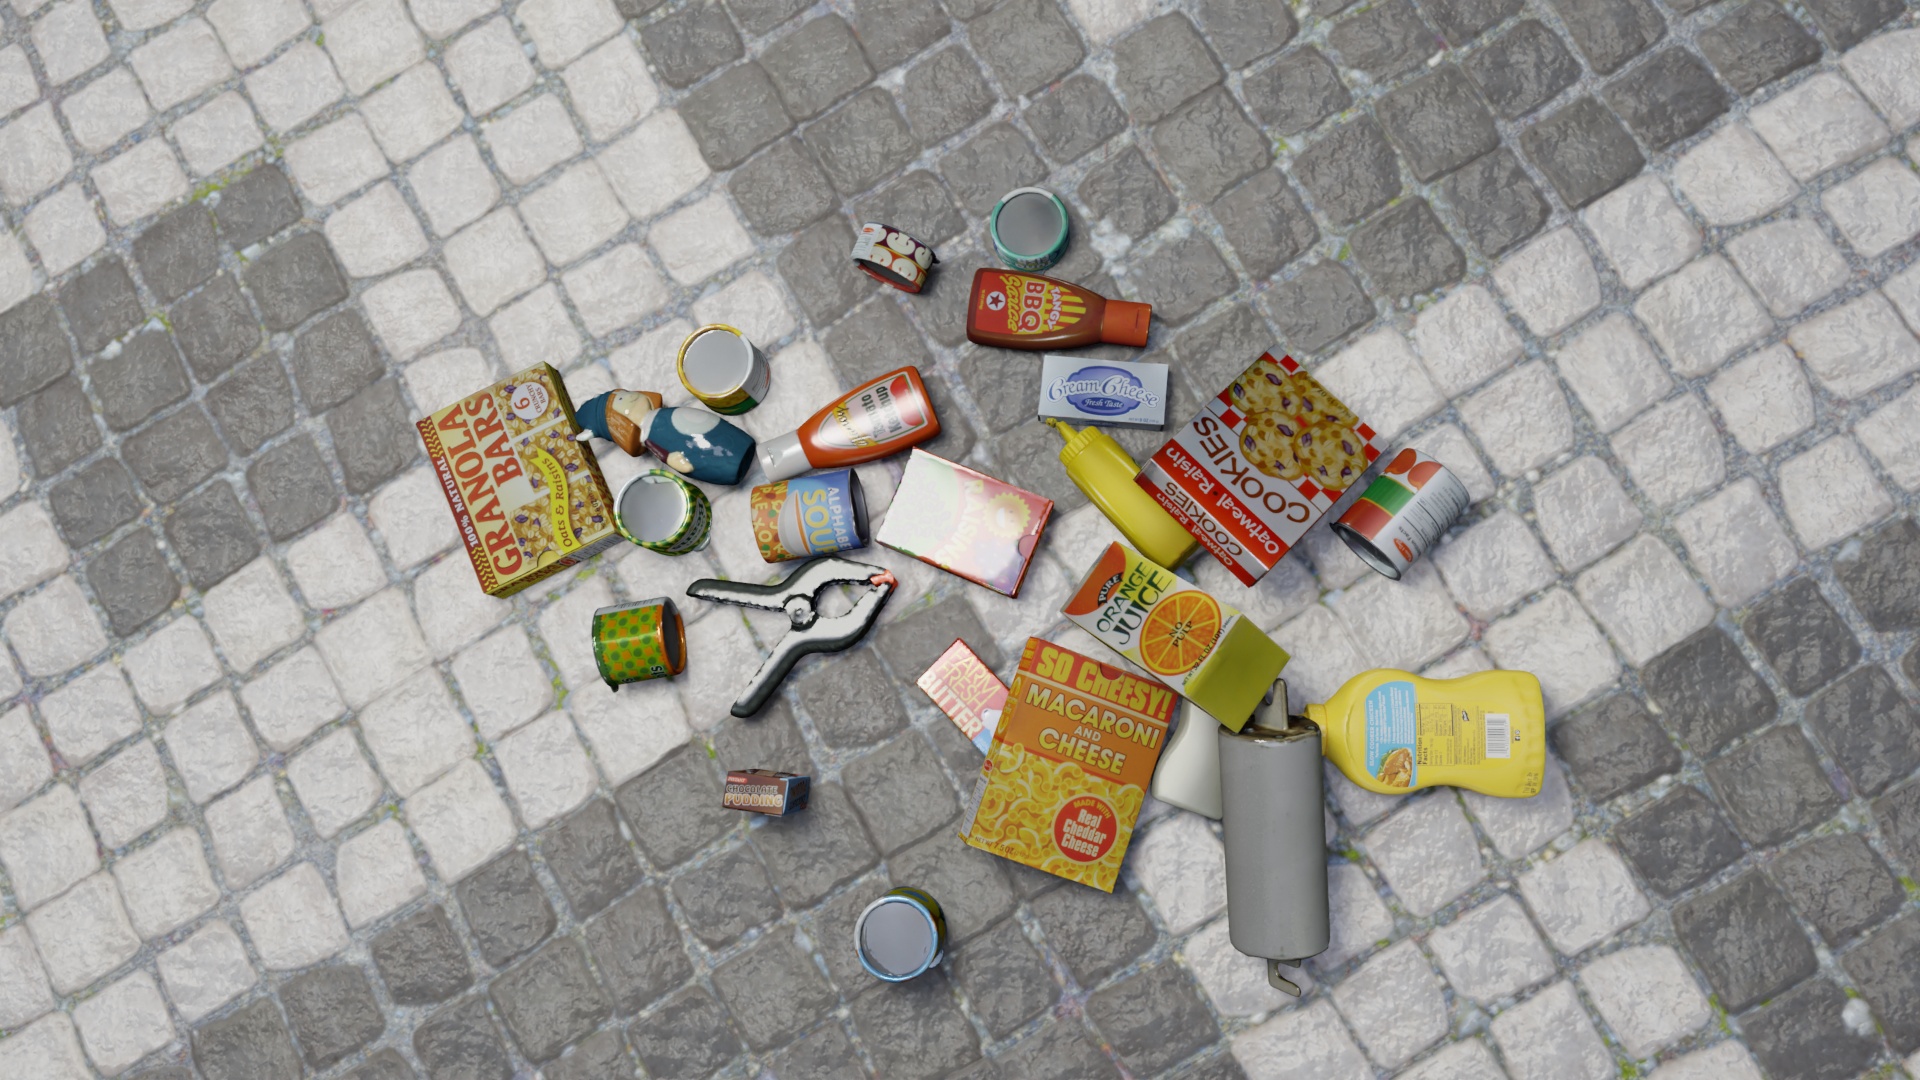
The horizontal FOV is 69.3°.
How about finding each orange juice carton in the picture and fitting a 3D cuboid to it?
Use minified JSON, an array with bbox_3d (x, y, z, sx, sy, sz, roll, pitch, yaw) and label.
[{"bbox_3d":[0.150,0.063,1.060,0.072,0.073,0.193,-54,38,-2],"label":"orange juice carton"}]

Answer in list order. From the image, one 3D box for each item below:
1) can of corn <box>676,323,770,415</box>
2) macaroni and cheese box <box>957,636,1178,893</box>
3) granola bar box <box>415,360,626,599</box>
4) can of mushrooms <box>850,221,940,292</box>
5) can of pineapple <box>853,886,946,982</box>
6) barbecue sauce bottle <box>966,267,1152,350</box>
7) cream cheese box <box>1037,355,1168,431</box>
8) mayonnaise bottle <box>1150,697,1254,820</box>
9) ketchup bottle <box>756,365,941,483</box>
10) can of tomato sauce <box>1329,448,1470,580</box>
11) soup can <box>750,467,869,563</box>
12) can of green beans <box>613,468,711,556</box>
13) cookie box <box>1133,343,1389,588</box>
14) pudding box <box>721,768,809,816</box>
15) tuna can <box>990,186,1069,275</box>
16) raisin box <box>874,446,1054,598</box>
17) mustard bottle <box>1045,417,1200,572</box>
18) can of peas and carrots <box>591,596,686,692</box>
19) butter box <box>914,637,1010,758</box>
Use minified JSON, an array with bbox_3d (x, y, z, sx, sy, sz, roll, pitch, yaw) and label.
[{"bbox_3d":[-0.200,-0.142,1.163,0.071,0.058,0.071,-1,82,6],"label":"can of corn"},{"bbox_3d":[0.085,0.173,1.080,0.124,0.040,0.166,21,85,-10],"label":"macaroni and cheese box"},{"bbox_3d":[-0.372,-0.052,1.178,0.124,0.039,0.165,-26,80,2],"label":"granola bar box"},{"bbox_3d":[-0.054,-0.235,1.158,0.071,0.071,0.033,23,86,9],"label":"can of mushrooms"},{"bbox_3d":[-0.045,0.307,1.082,0.071,0.058,0.071,-1,82,6],"label":"can of pineapple"},{"bbox_3d":[0.082,-0.186,1.147,0.148,0.043,0.065,8,82,7],"label":"barbecue sauce bottle"},{"bbox_3d":[0.117,-0.122,1.144,0.104,0.024,0.053,5,81,6],"label":"cream cheese box"},{"bbox_3d":[0.199,0.140,1.090,0.065,0.041,0.148,19,83,2],"label":"mayonnaise bottle"},{"bbox_3d":[-0.094,-0.090,1.152,0.149,0.043,0.065,-22,81,3],"label":"ketchup bottle"},{"bbox_3d":[0.343,-0.022,1.086,0.071,0.071,0.083,43,88,10],"label":"can of tomato sauce"},{"bbox_3d":[-0.122,-0.018,1.131,0.084,0.071,0.071,-10,81,5],"label":"soup can"},{"bbox_3d":[-0.246,-0.023,1.151,0.071,0.058,0.071,-1,82,6],"label":"can of green beans"},{"bbox_3d":[0.235,-0.060,1.083,0.123,0.040,0.168,44,63,9],"label":"cookie box"},{"bbox_3d":[-0.152,0.198,1.096,0.050,0.083,0.030,7,83,7],"label":"pudding box"},{"bbox_3d":[0.058,-0.258,1.165,0.071,0.033,0.071,-1,81,6],"label":"tuna can"},{"bbox_3d":[0.004,-0.014,1.133,0.123,0.040,0.086,22,84,8],"label":"raisin box"},{"bbox_3d":[0.126,-0.044,1.112,0.049,0.065,0.160,-43,78,2],"label":"mustard bottle"},{"bbox_3d":[-0.261,0.085,1.133,0.059,0.071,0.071,-10,81,4],"label":"can of peas and carrots"},{"bbox_3d":[0.016,0.132,1.118,0.053,0.024,0.103,-44,80,-2],"label":"butter box"}]
